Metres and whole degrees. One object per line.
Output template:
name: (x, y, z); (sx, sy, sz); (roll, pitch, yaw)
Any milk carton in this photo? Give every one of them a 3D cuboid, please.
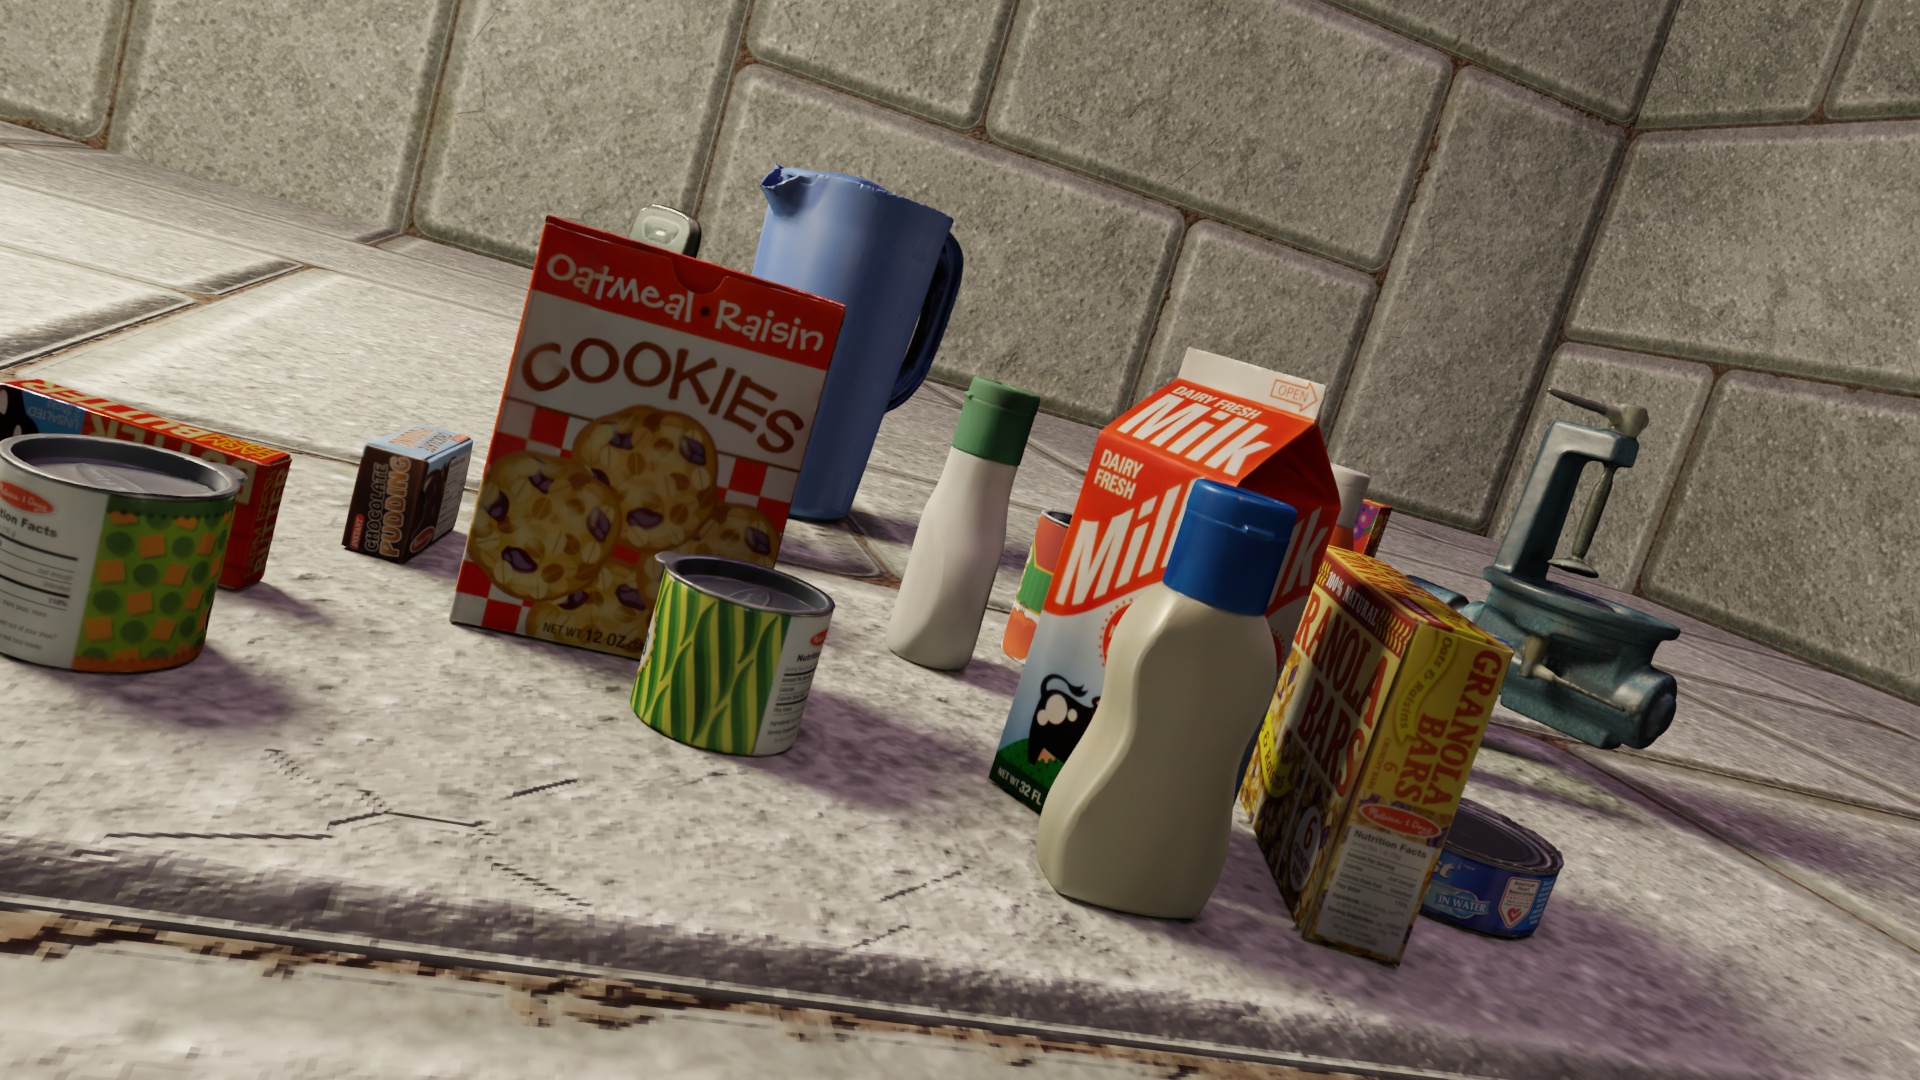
milk carton: (0.085, 0.022, 0.547); (0.073, 0.190, 0.072); (8, 12, -44)

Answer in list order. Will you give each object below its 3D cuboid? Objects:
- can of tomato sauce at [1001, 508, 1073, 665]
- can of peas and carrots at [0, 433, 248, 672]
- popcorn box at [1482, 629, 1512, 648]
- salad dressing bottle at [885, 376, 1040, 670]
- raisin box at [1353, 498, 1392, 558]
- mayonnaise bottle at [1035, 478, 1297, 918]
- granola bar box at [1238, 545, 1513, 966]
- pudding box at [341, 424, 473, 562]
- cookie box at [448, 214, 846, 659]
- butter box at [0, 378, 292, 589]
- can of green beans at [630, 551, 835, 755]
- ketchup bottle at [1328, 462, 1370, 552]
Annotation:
can of tomato sauce: (0.064, 0.031, 0.787); (0.071, 0.083, 0.071); (17, 9, -3)
can of peas and carrots: (-0.269, 0.003, 0.441); (0.071, 0.058, 0.071); (16, 9, -3)
popcorn box: (0.249, 0.080, 0.818); (0.127, 0.085, 0.038); (16, 9, -7)
salad dressing bottle: (0.003, -0.009, 0.713); (0.044, 0.147, 0.064); (14, 9, -17)
raisin box: (0.288, 0.017, 1.133); (0.086, 0.123, 0.040); (22, 10, 30)
mayonnaise bottle: (0.075, 0.054, 0.477); (0.065, 0.147, 0.041); (15, 9, -14)
granola bar box: (0.159, 0.076, 0.566); (0.039, 0.124, 0.166); (17, 9, -1)
pudding box: (-0.255, -0.024, 0.647); (0.030, 0.049, 0.084); (16, 9, -8)
cookie box: (-0.129, -0.036, 0.577); (0.123, 0.167, 0.040); (14, 9, -17)
butter box: (-0.311, -0.021, 0.523); (0.103, 0.053, 0.024); (17, 9, -2)
can of green beans: (-0.087, 0.043, 0.531); (0.071, 0.057, 0.071); (16, 9, -3)
ketchup bottle: (0.237, 0.021, 0.944); (0.043, 0.148, 0.065); (11, 11, -33)
